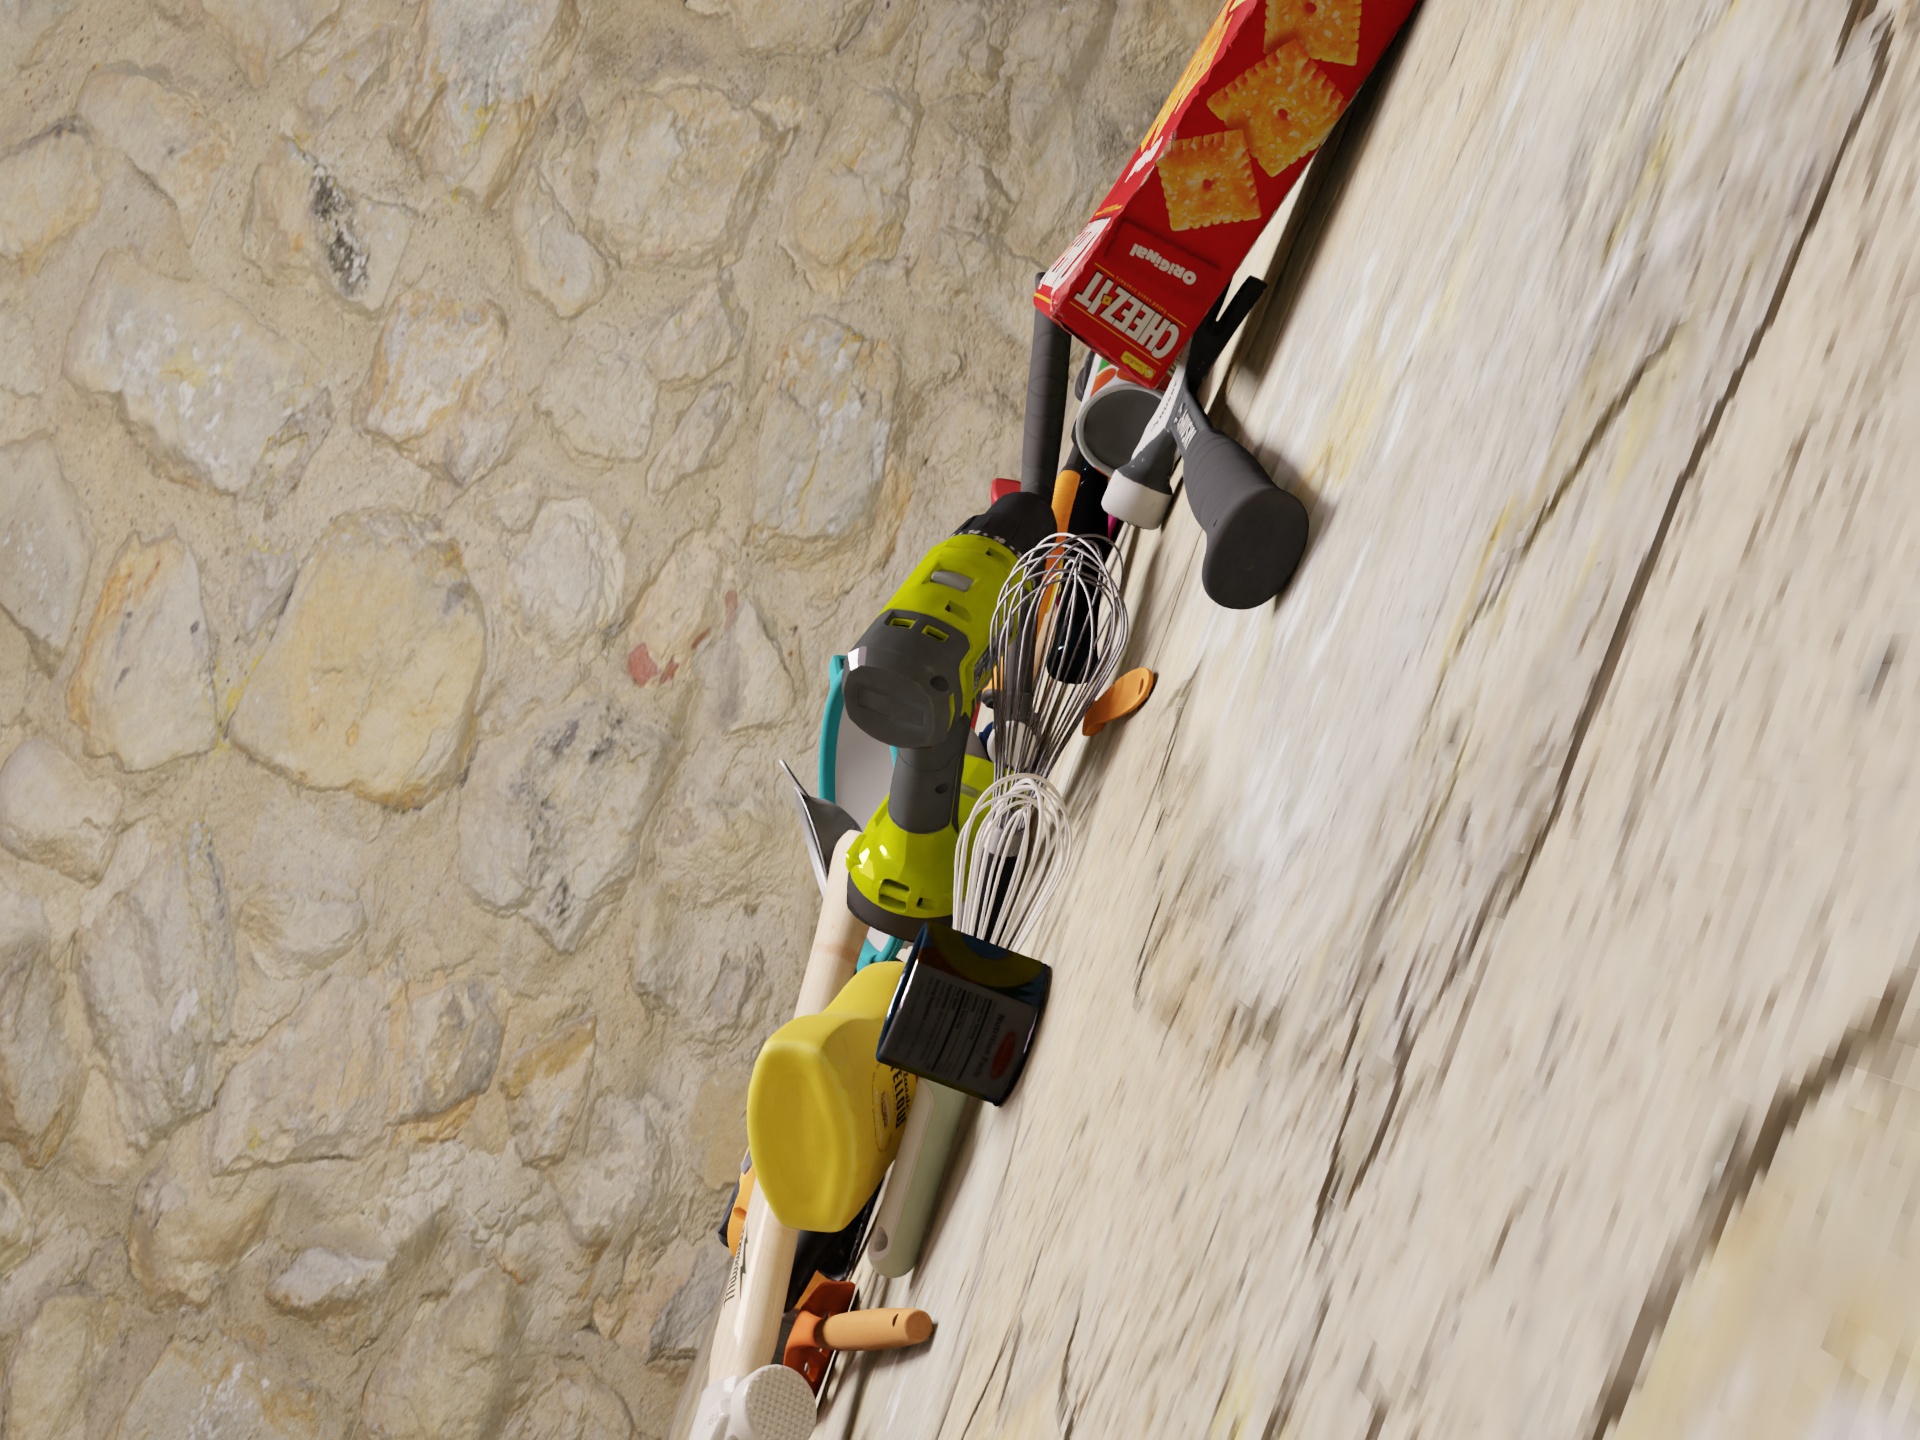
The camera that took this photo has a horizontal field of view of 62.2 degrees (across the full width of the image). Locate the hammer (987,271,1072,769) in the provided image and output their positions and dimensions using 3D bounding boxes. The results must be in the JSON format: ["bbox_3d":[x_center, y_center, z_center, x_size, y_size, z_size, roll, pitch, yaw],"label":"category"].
[{"bbox_3d":[0.050,-0.136,1.078,0.146,0.035,0.335,-43,-41,-86],"label":"hammer"}]

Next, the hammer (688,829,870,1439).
[{"bbox_3d":[-0.097,0.223,0.885,0.146,0.038,0.411,-45,22,36],"label":"hammer"}]

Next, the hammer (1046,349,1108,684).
[{"bbox_3d":[0.085,-0.144,1.037,0.128,0.033,0.331,100,180,-46],"label":"hammer"}]

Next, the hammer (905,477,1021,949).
[{"bbox_3d":[0.004,-0.010,1.320,0.143,0.038,0.386,-75,-3,-76],"label":"hammer"}]

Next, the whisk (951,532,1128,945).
[{"bbox_3d":[0.028,0.032,0.811,0.070,0.070,0.284,-73,-3,-59],"label":"whisk"}]

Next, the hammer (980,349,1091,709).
[{"bbox_3d":[0.078,-0.161,1.223,0.127,0.034,0.337,116,172,-69],"label":"hammer"}]

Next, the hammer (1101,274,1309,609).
[{"bbox_3d":[0.111,-0.121,0.703,0.409,0.036,0.149,-79,11,-72],"label":"hammer"}]

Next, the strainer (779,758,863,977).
[{"bbox_3d":[-0.082,0.150,1.081,0.087,0.050,0.258,-156,59,-76],"label":"strainer"}]

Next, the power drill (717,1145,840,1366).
[{"bbox_3d":[-0.122,0.367,1.112,0.226,0.084,0.185,156,136,-79],"label":"power drill"}]

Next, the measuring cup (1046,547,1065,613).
[{"bbox_3d":[0.091,-0.139,1.328,0.157,0.029,0.062,-68,1,-55],"label":"measuring cup"}]

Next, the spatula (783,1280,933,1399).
[{"bbox_3d":[-0.051,0.303,0.781,0.322,0.041,0.081,126,167,-64],"label":"spatula"}]

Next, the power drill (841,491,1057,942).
[{"bbox_3d":[-0.001,-0.003,0.892,0.191,0.080,0.228,-56,-22,-45],"label":"power drill"}]

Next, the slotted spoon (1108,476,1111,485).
[{"bbox_3d":[0.127,-0.211,1.161,0.313,0.031,0.070,119,171,-83],"label":"slotted spoon"}]

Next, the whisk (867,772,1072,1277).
[{"bbox_3d":[0.000,0.143,0.755,0.058,0.059,0.246,11,83,59],"label":"whisk"}]

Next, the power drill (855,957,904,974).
[{"bbox_3d":[-0.112,0.315,1.304,0.164,0.084,0.226,-77,5,-67],"label":"power drill"}]

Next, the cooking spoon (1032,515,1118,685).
[{"bbox_3d":[0.074,-0.077,1.246,0.318,0.017,0.069,116,172,-54],"label":"cooking spoon"}]

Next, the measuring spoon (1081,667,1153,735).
[{"bbox_3d":[0.078,-0.008,0.769,0.117,0.011,0.021,139,145,-77],"label":"measuring spoon"}]

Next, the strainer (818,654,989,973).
[{"bbox_3d":[-0.030,0.125,1.130,0.211,0.095,0.340,-147,55,-66],"label":"strainer"}]
